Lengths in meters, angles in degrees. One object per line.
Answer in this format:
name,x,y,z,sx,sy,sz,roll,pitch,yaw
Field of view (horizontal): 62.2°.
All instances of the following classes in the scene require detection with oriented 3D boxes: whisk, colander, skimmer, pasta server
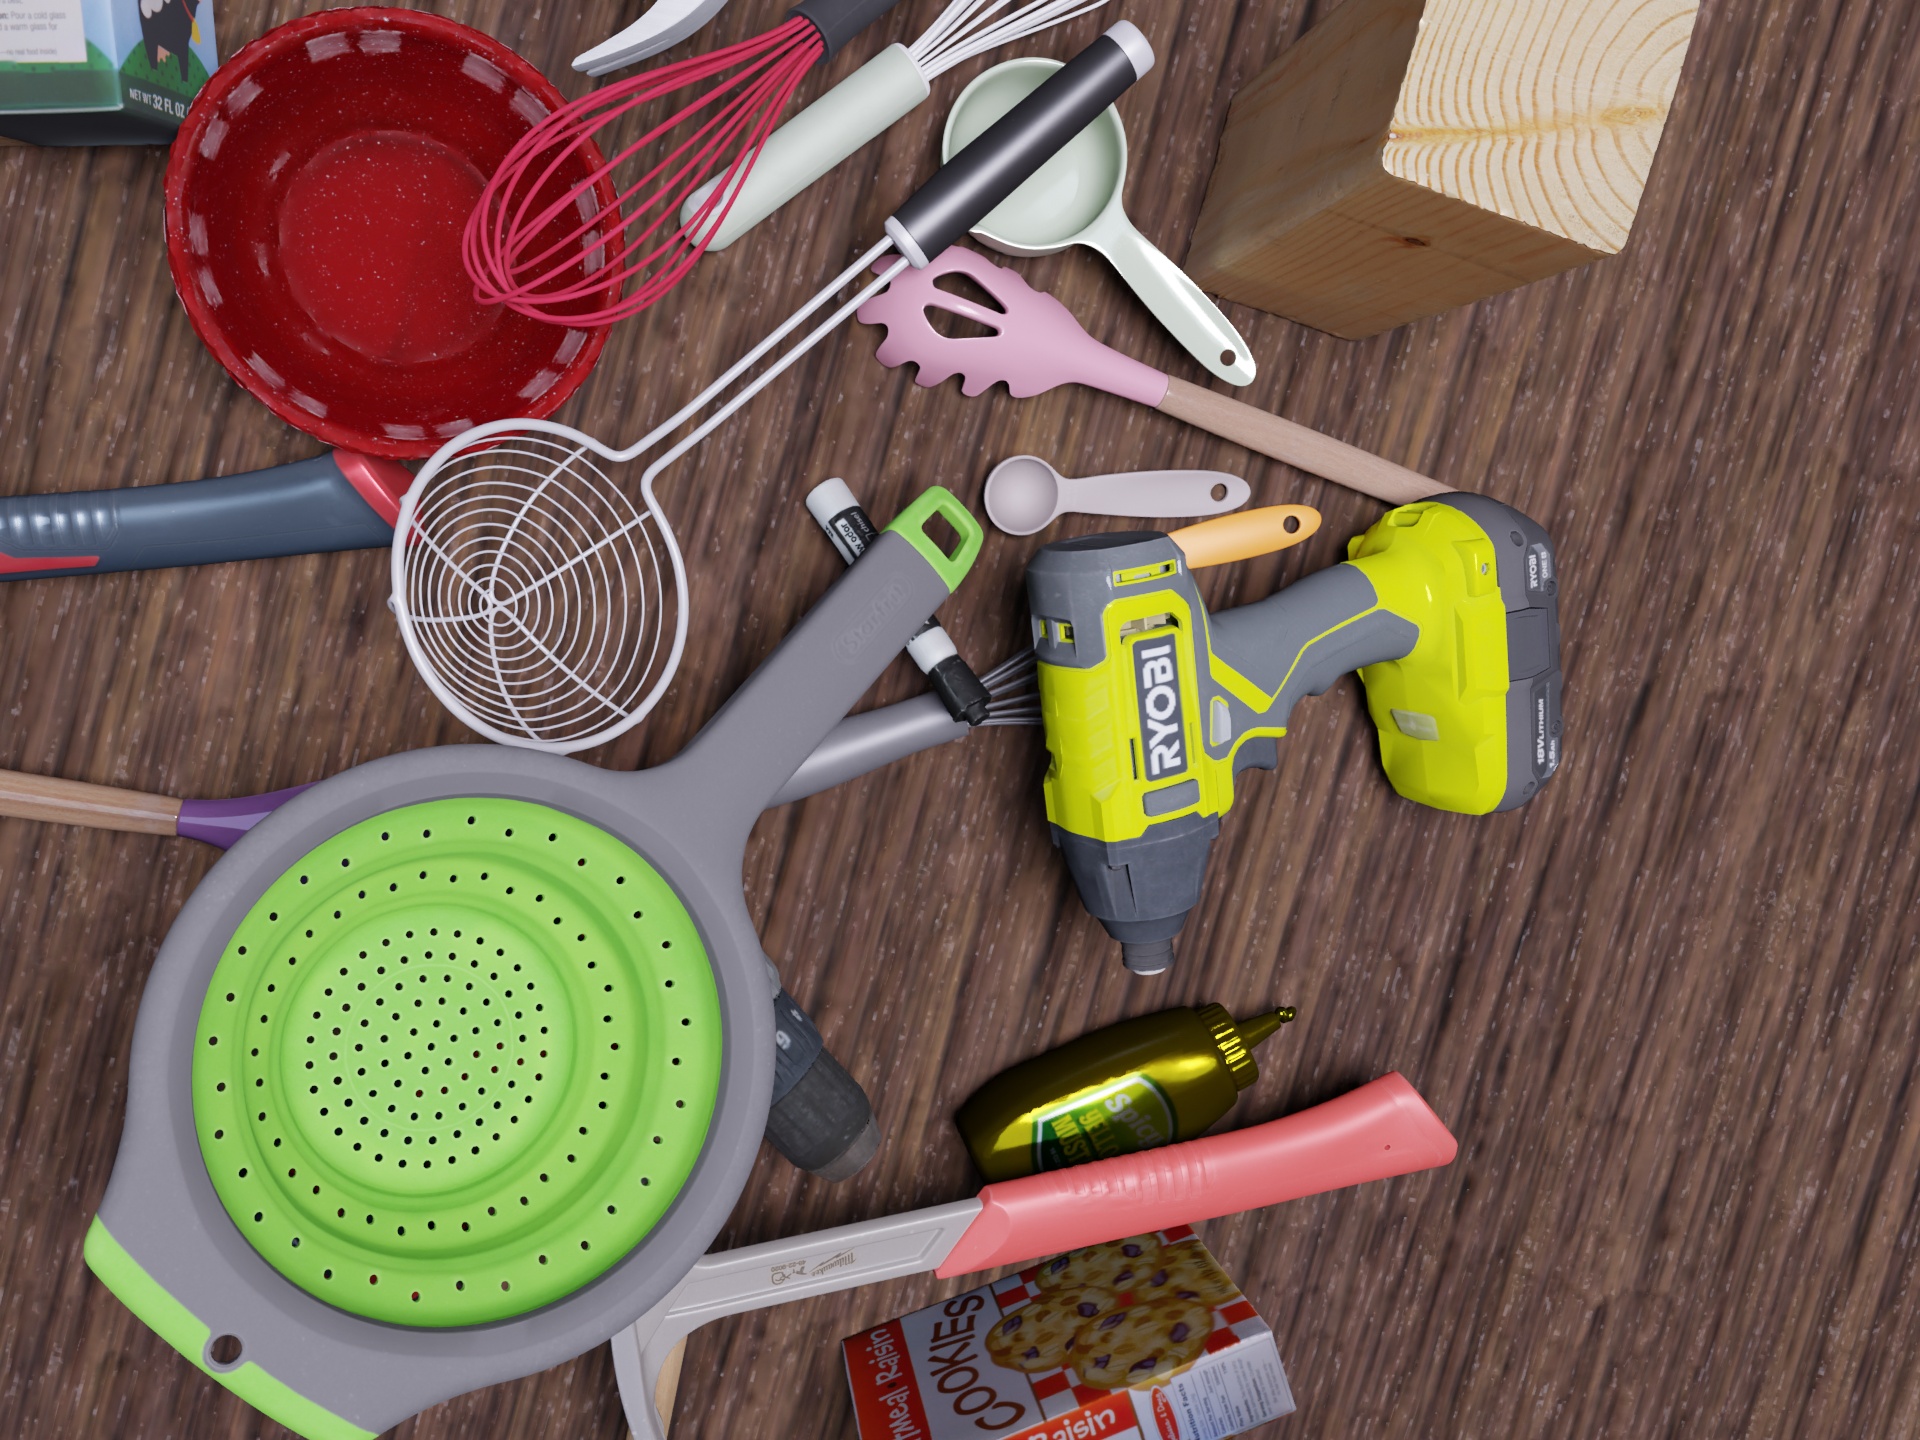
whisk,-0.014,-0.271,0.652,0.246,0.059,0.058,-37,63,-1
colander,-0.128,0.058,0.586,0.204,0.094,0.397,47,63,-15
skimmer,-0.058,-0.136,0.603,0.363,0.090,0.127,-40,120,1
pasta server,0.109,-0.134,0.694,0.316,0.040,0.060,18,92,-15
whisk,-0.070,-0.246,0.599,0.073,0.073,0.296,46,71,-10
whisk,-0.001,-0.001,0.679,0.239,0.055,0.055,-18,98,-3

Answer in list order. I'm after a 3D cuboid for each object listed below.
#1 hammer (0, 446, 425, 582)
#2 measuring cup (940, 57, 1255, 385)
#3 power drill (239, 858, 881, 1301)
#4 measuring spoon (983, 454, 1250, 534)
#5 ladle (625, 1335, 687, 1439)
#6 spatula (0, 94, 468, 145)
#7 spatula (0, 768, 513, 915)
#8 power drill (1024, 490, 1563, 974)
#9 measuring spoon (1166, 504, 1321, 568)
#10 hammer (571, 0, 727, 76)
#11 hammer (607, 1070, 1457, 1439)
hammer,-0.402,-0.051,0.596,0.386,0.038,0.143,-7,130,-16
measuring cup,0.061,-0.201,0.670,0.167,0.038,0.083,43,90,-10
power drill,-0.162,0.172,0.652,0.227,0.080,0.188,-42,100,-7
measuring spoon,0.068,-0.100,0.697,0.124,0.018,0.034,-3,107,-16
ladle,-0.148,0.376,0.683,0.078,0.062,0.320,12,91,-9
spatula,-0.347,-0.226,0.599,0.317,0.044,0.082,-7,100,-10
spatula,-0.335,0.037,0.626,0.315,0.018,0.060,11,95,-17
power drill,0.136,-0.002,0.648,0.223,0.080,0.171,-14,104,-26
measuring spoon,0.106,-0.077,0.704,0.117,0.011,0.021,-14,97,-8
hammer,-0.234,-0.327,0.585,0.331,0.033,0.128,12,106,0
hammer,0.037,0.212,0.658,0.359,0.037,0.149,-8,110,-14
